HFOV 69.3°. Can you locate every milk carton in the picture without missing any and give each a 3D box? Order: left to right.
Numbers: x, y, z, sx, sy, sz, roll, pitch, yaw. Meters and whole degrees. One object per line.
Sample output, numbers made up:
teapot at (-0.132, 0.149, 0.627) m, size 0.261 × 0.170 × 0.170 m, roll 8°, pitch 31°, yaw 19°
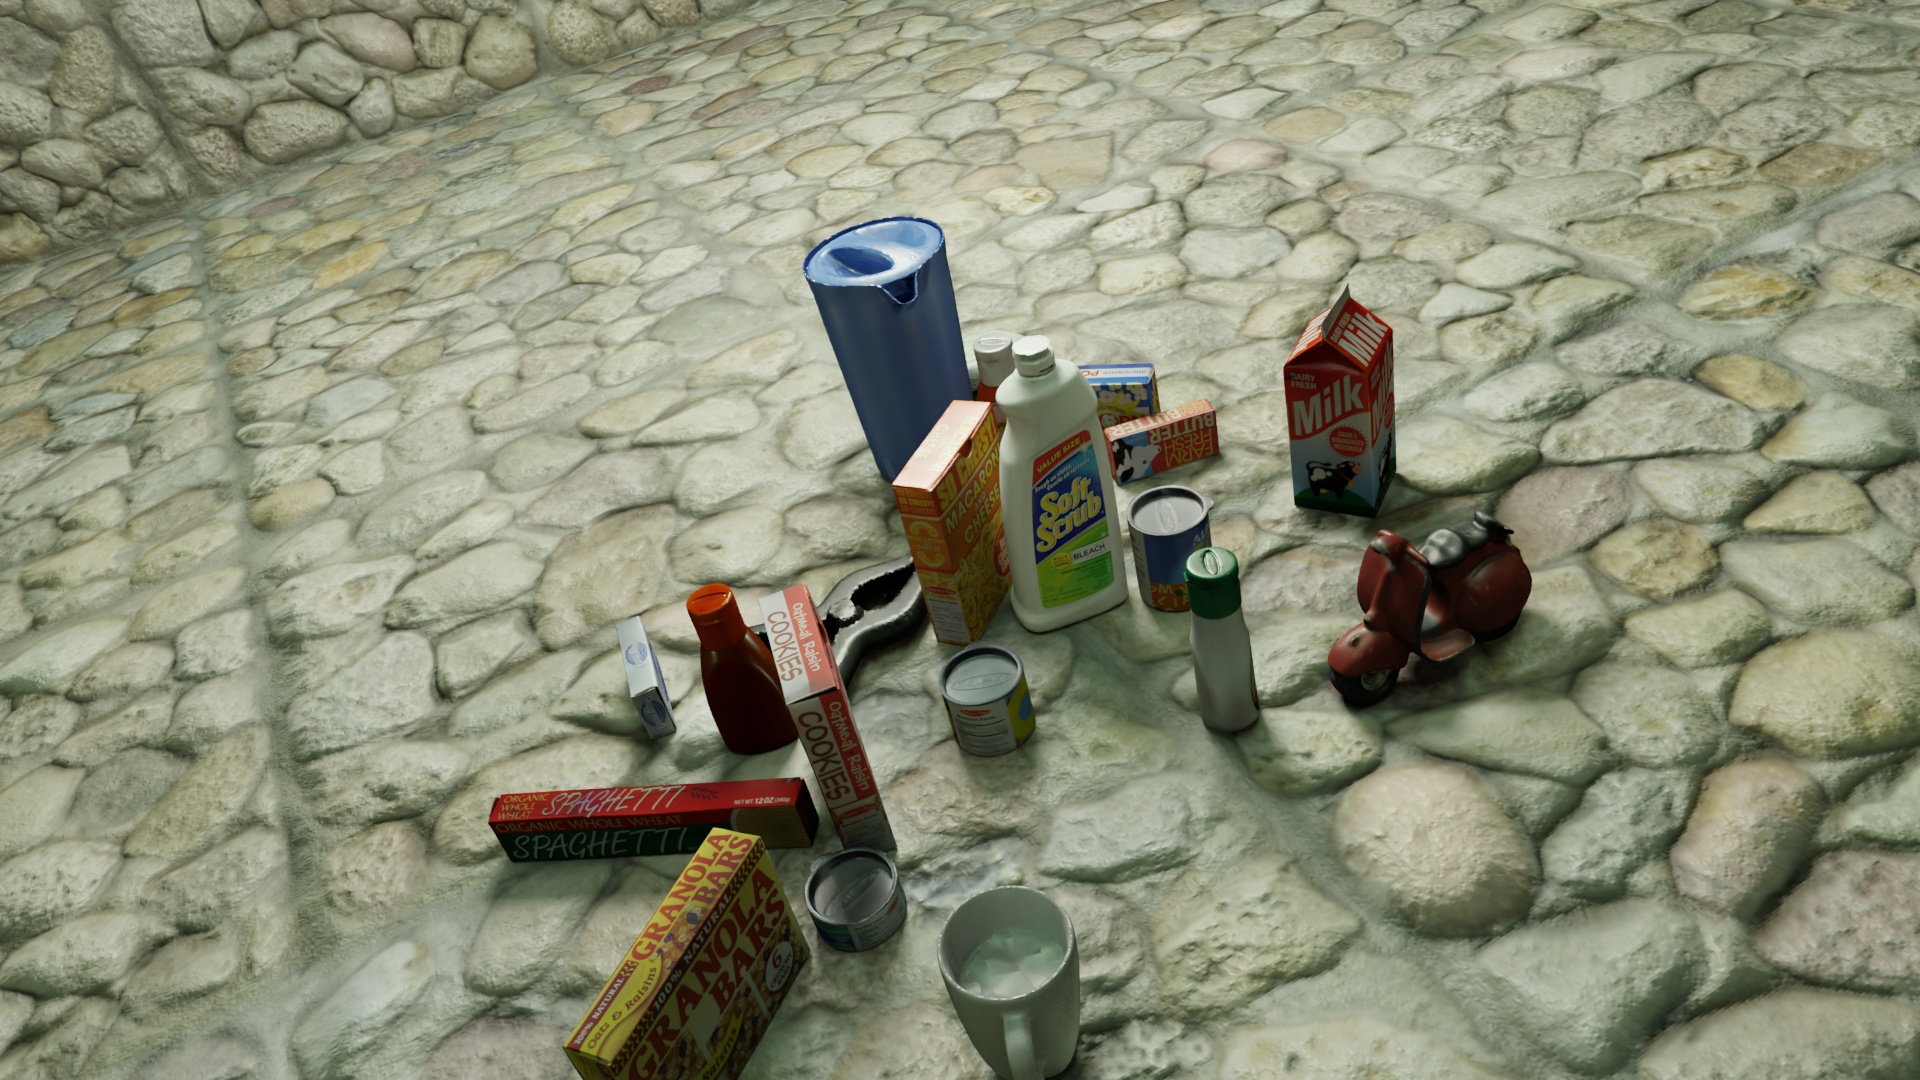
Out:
milk carton at (0.320, -0.118, 1.169) m, size 0.073 × 0.189 × 0.073 m, roll 10°, pitch 43°, yaw 30°

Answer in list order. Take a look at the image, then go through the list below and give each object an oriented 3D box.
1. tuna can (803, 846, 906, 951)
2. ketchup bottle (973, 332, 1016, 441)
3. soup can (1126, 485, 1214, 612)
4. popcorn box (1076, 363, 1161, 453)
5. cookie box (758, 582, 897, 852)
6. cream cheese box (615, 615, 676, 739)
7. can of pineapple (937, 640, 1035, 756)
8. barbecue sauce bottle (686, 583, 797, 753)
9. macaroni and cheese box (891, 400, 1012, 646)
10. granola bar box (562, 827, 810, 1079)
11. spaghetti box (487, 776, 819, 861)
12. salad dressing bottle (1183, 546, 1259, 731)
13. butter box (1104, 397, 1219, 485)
tuna can at (-0.074, 0.246, 0.958) m, size 0.071 × 0.032 × 0.071 m, roll -9°, pitch 37°, yaw 7°
ketchup bottle at (0.044, -0.124, 1.304) m, size 0.065 × 0.148 × 0.044 m, roll 2°, pitch 40°, yaw 21°
soup can at (0.177, 0.007, 1.144) m, size 0.071 × 0.083 × 0.072 m, roll -9°, pitch 37°, yaw 7°
popcorn box at (0.127, -0.123, 1.328) m, size 0.127 × 0.084 × 0.038 m, roll 1°, pitch 39°, yaw 19°
cookie box at (-0.095, 0.131, 1.003) m, size 0.040 × 0.166 × 0.123 m, roll -19°, pitch 37°, yaw -6°
cream cheese box at (-0.267, 0.115, 1.176) m, size 0.024 × 0.053 × 0.104 m, roll -21°, pitch 37°, yaw -8°
can of pineapple at (0.021, 0.122, 1.068) m, size 0.071 × 0.057 × 0.071 m, roll -9°, pitch 37°, yaw 7°
barbecue sauce bottle at (-0.174, 0.101, 1.084) m, size 0.065 × 0.147 × 0.044 m, roll -13°, pitch 37°, yaw 3°
macaroni and cheese box at (0.004, -0.015, 1.160) m, size 0.040 × 0.165 × 0.124 m, roll 6°, pitch 41°, yaw 26°
granola bar box at (-0.164, 0.283, 0.865) m, size 0.039 × 0.123 × 0.166 m, roll 7°, pitch 42°, yaw 26°
spaghetti box at (-0.232, 0.210, 1.043) m, size 0.250 × 0.050 × 0.029 m, roll -5°, pitch 38°, yaw 12°
salad dressing bottle at (0.188, 0.072, 1.002) m, size 0.044 × 0.147 × 0.064 m, roll -11°, pitch 37°, yaw 5°
butter box at (0.188, -0.092, 1.294) m, size 0.103 × 0.053 × 0.024 m, roll -18°, pitch 37°, yaw -5°
